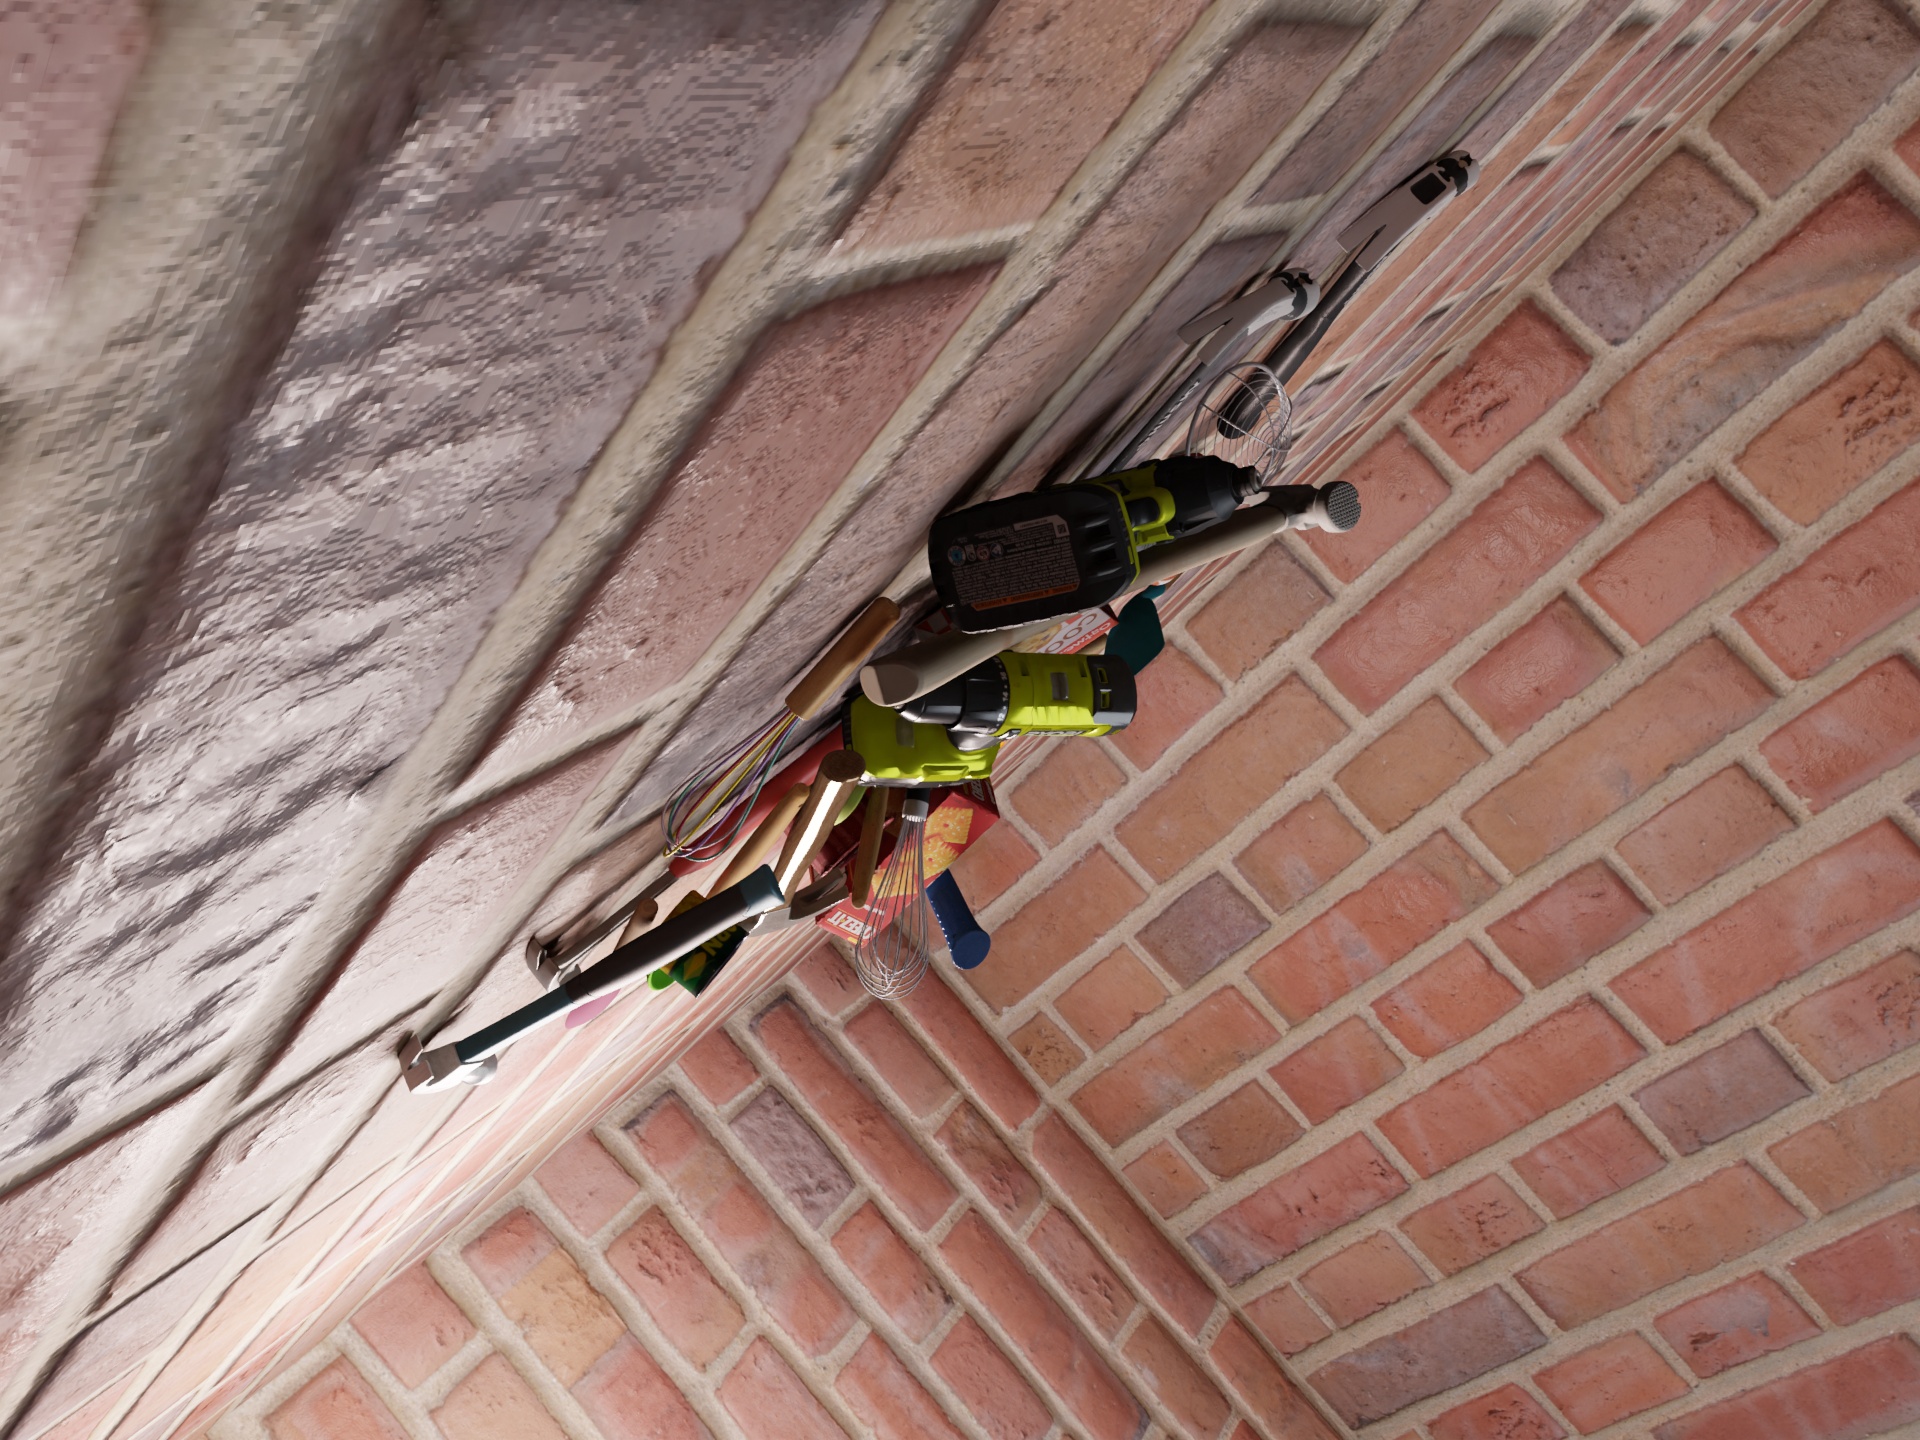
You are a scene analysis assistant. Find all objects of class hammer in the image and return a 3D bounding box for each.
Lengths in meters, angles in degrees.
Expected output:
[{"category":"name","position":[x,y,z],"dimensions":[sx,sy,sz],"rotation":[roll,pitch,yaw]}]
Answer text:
[{"category":"hammer","position":[-0.193,0.092,1.278],"dimensions":[0.359,0.037,0.149],"rotation":[-39,174,-19]},{"category":"hammer","position":[0.305,-0.342,1.363],"dimensions":[0.146,0.035,0.334],"rotation":[-39,174,-29]},{"category":"hammer","position":[-0.038,0.143,1.639],"dimensions":[0.144,0.035,0.406],"rotation":[-52,-157,9]},{"category":"hammer","position":[0.100,-0.098,1.158],"dimensions":[0.410,0.038,0.146],"rotation":[-24,-163,-29]},{"category":"hammer","position":[-0.266,0.190,1.151],"dimensions":[0.331,0.033,0.128],"rotation":[-29,166,13]},{"category":"hammer","position":[0.112,-0.186,1.236],"dimensions":[0.149,0.036,0.408],"rotation":[-34,171,-47]},{"category":"hammer","position":[-0.132,0.109,1.329],"dimensions":[0.130,0.031,0.331],"rotation":[-12,157,-25]}]

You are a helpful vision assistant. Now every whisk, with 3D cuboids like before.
[{"category":"whisk","position":[-0.126,0.010,1.089],"dimensions":[0.245,0.051,0.047],"rotation":[-46,167,15]},{"category":"whisk","position":[-0.048,0.113,1.459],"dimensions":[0.070,0.070,0.285],"rotation":[119,-19,-72]}]

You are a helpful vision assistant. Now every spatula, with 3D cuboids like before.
[{"category":"spatula","position":[0.191,-0.120,1.426],"dimensions":[0.082,0.044,0.317],"rotation":[-42,-177,38]}]

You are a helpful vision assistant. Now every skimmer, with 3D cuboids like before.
[{"category":"skimmer","position":[0.155,-0.177,1.443],"dimensions":[0.127,0.090,0.363],"rotation":[6,146,-46]}]

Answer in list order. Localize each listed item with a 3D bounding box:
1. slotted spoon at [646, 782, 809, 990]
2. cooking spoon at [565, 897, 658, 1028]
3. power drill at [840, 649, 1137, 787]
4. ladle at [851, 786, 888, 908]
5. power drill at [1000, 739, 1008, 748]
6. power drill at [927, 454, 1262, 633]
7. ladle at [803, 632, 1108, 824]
[{"category":"slotted spoon","position":[-0.193,0.137,1.304],"dimensions":[0.070,0.031,0.313],"rotation":[-35,170,-46]},{"category":"cooking spoon","position":[-0.271,0.194,1.259],"dimensions":[0.069,0.017,0.318],"rotation":[-41,175,-30]},{"category":"power drill","position":[-0.002,-0.004,1.221],"dimensions":[0.190,0.080,0.228],"rotation":[0,169,-30]},{"category":"ladle","position":[-0.073,0.073,1.425],"dimensions":[0.316,0.031,0.069],"rotation":[-83,-164,-61]},{"category":"power drill","position":[0.056,-0.038,1.752],"dimensions":[0.226,0.084,0.164],"rotation":[-43,176,-25]},{"category":"power drill","position":[0.092,-0.130,1.066],"dimensions":[0.171,0.080,0.223],"rotation":[-9,-167,32]},{"category":"ladle","position":[0.000,0.001,1.423],"dimensions":[0.320,0.062,0.078],"rotation":[-26,-152,-16]}]
